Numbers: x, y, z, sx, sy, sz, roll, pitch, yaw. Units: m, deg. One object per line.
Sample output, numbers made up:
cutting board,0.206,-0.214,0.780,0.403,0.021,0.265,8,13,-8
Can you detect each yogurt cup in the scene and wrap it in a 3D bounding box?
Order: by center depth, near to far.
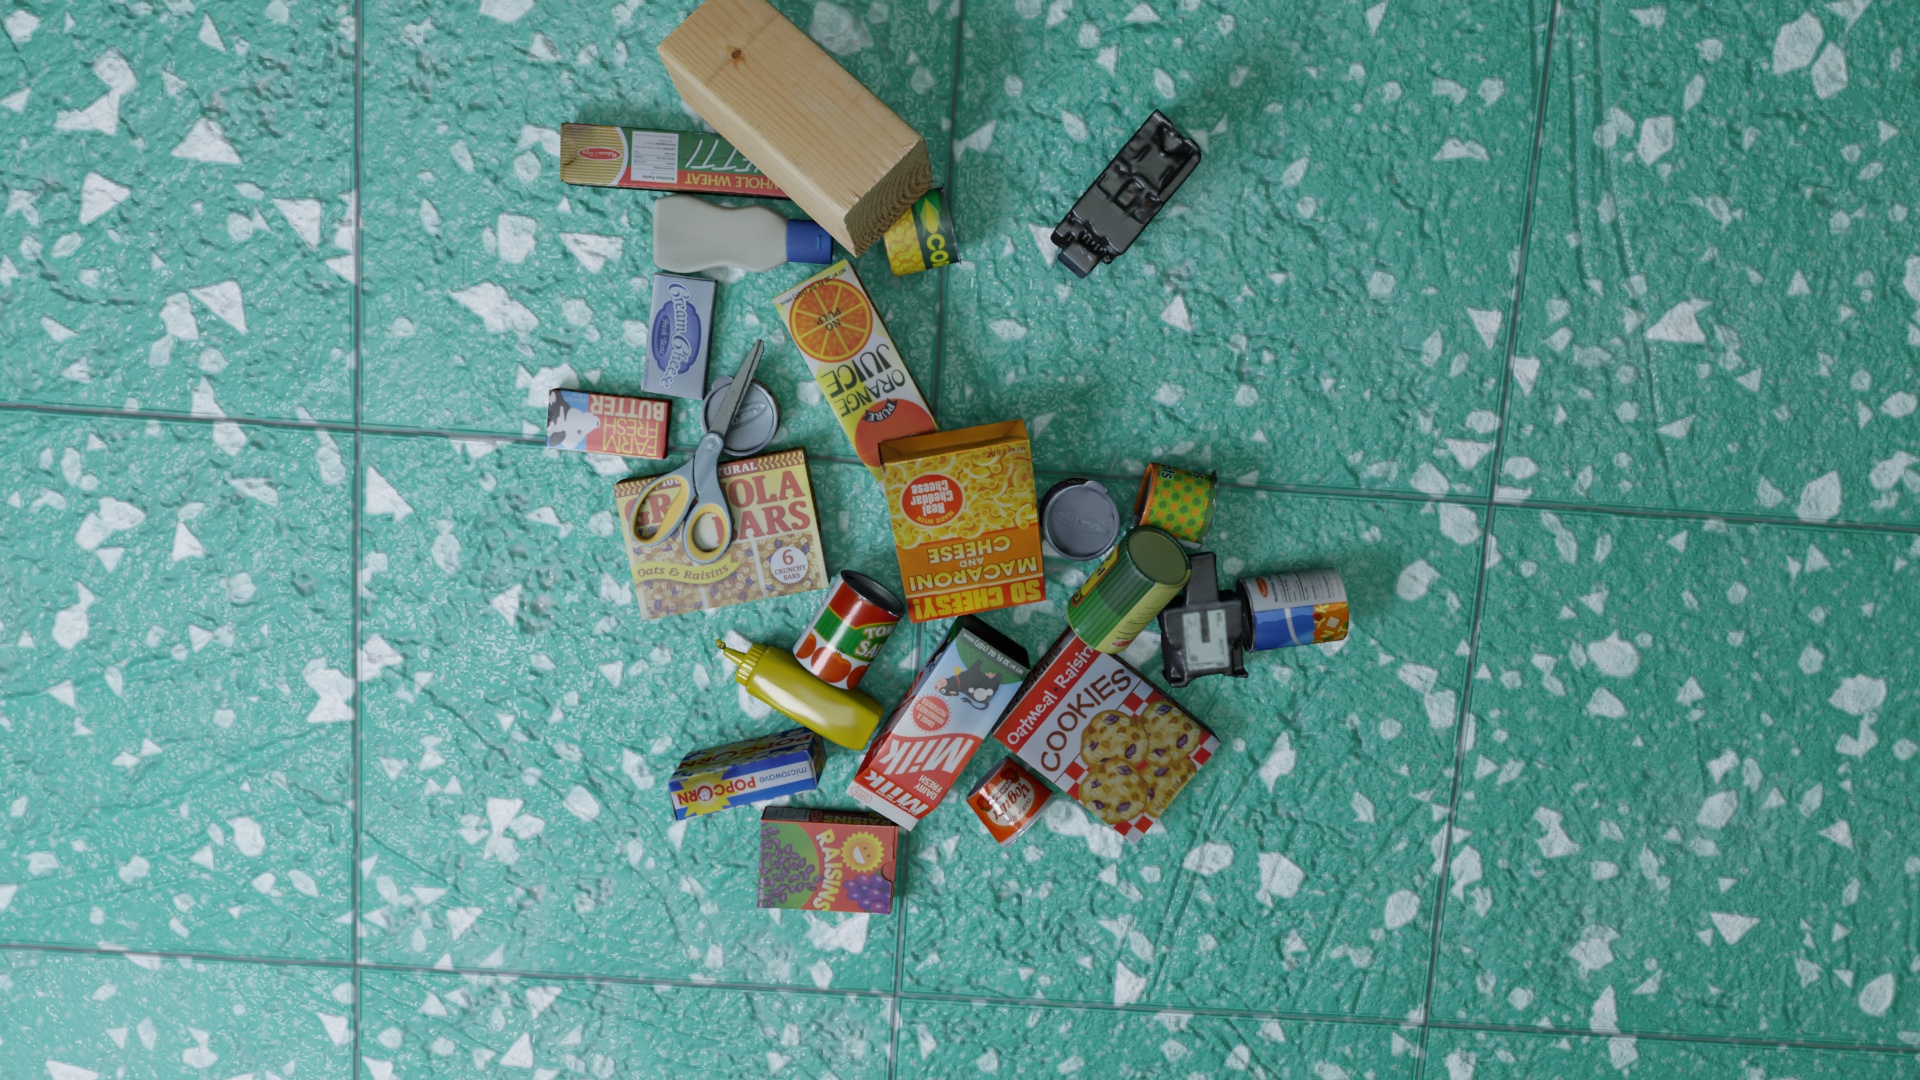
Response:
yogurt cup,0.042,0.231,1.240,0.054,0.072,0.072,45,96,1

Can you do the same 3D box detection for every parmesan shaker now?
parmesan shaker,0.145,0.041,1.187,0.071,0.072,0.102,30,134,-5

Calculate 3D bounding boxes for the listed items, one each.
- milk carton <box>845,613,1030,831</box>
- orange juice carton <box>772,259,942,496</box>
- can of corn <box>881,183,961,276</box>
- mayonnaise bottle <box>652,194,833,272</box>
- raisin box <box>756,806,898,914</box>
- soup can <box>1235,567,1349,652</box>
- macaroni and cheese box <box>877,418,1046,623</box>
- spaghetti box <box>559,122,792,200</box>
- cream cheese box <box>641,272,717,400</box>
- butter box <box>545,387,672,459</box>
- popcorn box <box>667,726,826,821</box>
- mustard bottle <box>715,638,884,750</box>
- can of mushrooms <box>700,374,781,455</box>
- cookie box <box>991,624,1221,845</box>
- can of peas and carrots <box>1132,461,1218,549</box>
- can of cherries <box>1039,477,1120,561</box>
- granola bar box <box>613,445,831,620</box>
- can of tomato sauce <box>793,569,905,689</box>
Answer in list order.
milk carton,-0.021,0.163,1.222,0.072,0.073,0.190,33,97,-6
orange juice carton,-0.079,-0.136,1.175,0.072,0.073,0.192,-28,99,3
can of corn,-0.034,-0.256,1.159,0.058,0.071,0.071,-13,99,2
mayonnaise bottle,-0.182,-0.255,1.171,0.148,0.041,0.064,3,103,-3
raisin box,-0.120,0.289,1.257,0.123,0.040,0.086,4,98,-2
soup can,0.290,0.062,1.217,0.084,0.071,0.071,-7,99,0
macaroni and cheese box,0.004,-0.015,1.178,0.124,0.040,0.165,-10,125,-1
spaghetti box,-0.208,-0.315,1.167,0.250,0.029,0.050,4,99,-2
cream cheese box,-0.240,-0.175,1.190,0.053,0.024,0.103,8,99,-3
butter box,-0.303,-0.101,1.201,0.103,0.024,0.053,6,99,-2
popcorn box,-0.185,0.202,1.219,0.127,0.085,0.038,-13,98,2
mustard bottle,-0.146,0.129,1.222,0.160,0.065,0.049,28,93,1
can of mushrooms,-0.189,-0.110,1.197,0.071,0.033,0.071,0,99,0
cookie box,0.128,0.172,1.244,0.167,0.040,0.123,38,96,-7
can of peas and carrots,0.185,-0.033,1.199,0.059,0.071,0.071,12,99,-2
can of cherries,0.104,-0.021,1.203,0.071,0.058,0.071,0,99,0
granola bar box,-0.205,-0.007,1.209,0.166,0.039,0.124,-10,98,1
can of tomato sauce,-0.096,0.079,1.208,0.071,0.071,0.083,32,101,-6
